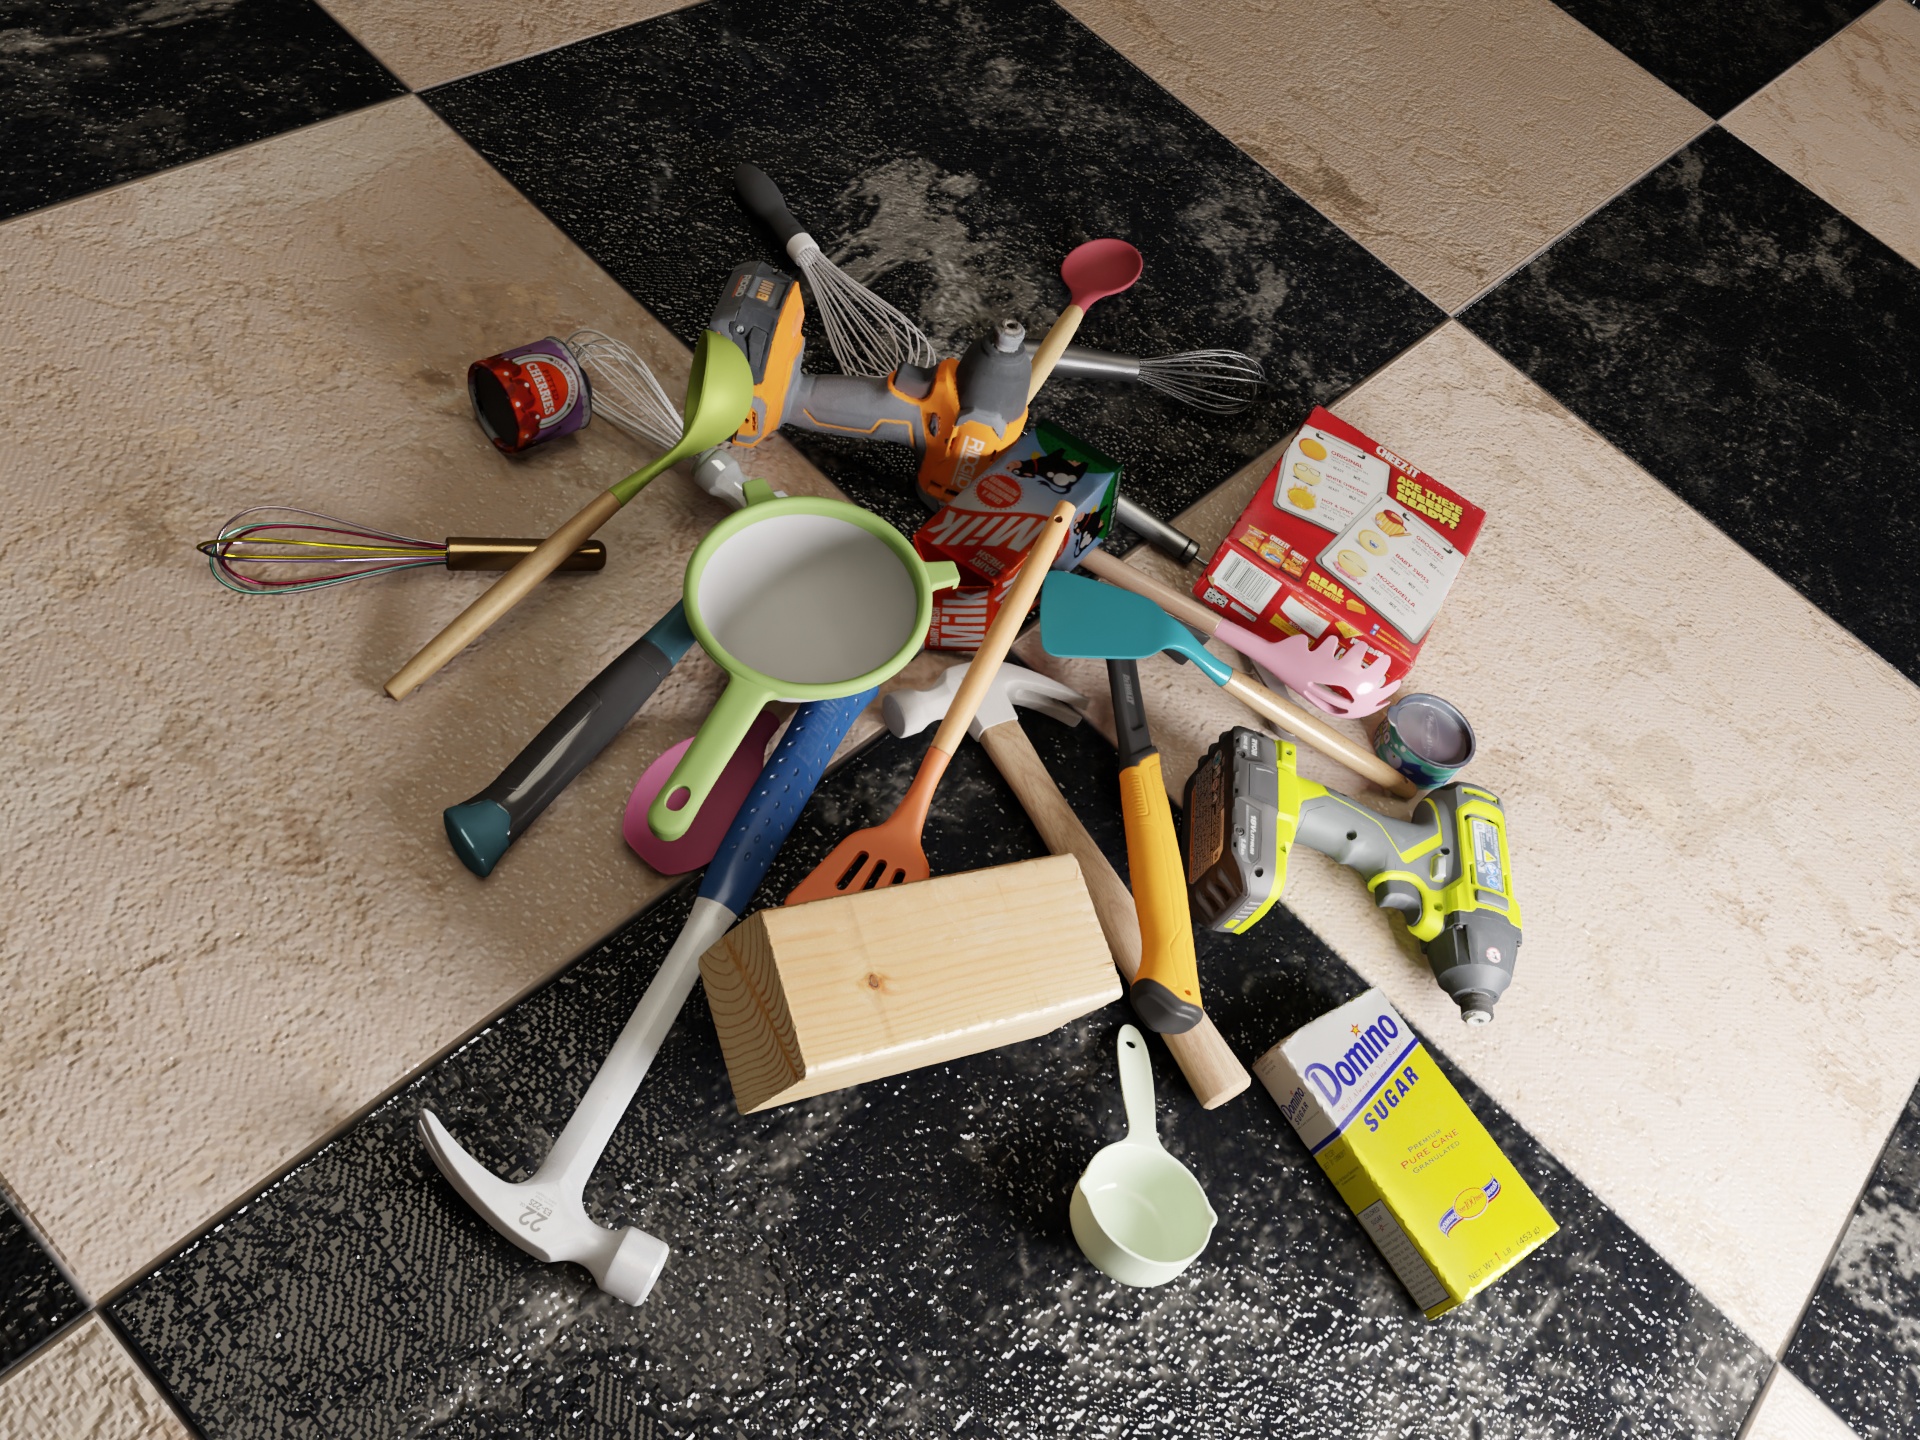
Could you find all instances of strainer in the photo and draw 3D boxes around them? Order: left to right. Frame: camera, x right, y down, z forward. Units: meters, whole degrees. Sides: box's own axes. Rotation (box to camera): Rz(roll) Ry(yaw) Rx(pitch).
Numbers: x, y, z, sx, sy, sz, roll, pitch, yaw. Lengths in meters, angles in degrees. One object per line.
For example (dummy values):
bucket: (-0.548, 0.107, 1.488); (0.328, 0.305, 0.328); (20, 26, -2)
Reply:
strainer: (-0.116, -0.022, 0.957); (0.151, 0.069, 0.256); (24, 59, 7)
strainer: (0.085, -0.185, 1.210); (0.258, 0.050, 0.087); (33, 8, -1)

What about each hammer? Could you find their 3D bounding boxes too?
hammer: (-0.200, -0.033, 0.992); (0.128, 0.033, 0.331); (39, 57, -2)
hammer: (-0.149, 0.113, 0.909); (0.144, 0.035, 0.406); (29, 53, -4)
hammer: (0.083, 0.095, 1.016); (0.130, 0.031, 0.332); (-19, 64, -29)
hammer: (0.123, 0.048, 1.023); (0.127, 0.034, 0.337); (21, 45, -25)

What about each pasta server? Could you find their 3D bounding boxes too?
pasta server: (0.167, -0.085, 1.157); (0.316, 0.060, 0.040); (30, 50, 13)

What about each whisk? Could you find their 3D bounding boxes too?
whisk: (-0.346, -0.105, 1.002); (0.245, 0.047, 0.051); (-2, 56, -24)
whisk: (-0.187, -0.186, 1.113); (0.246, 0.059, 0.058); (41, 38, 5)
whisk: (-0.108, -0.351, 1.254); (0.070, 0.070, 0.285); (-19, 60, -29)
whisk: (0.142, -0.285, 1.300); (0.239, 0.055, 0.055); (5, 55, -11)

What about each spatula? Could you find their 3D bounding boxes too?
spatula: (-0.002, -0.003, 1.001); (0.081, 0.041, 0.323); (25, 78, 9)
spatula: (0.193, -0.014, 1.092); (0.317, 0.044, 0.082); (29, 41, -23)

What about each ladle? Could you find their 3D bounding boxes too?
ladle: (-0.248, -0.133, 1.011); (0.062, 0.078, 0.320); (46, 70, -7)
ladle: (0.086, -0.318, 1.275); (0.069, 0.031, 0.316); (9, 38, 14)

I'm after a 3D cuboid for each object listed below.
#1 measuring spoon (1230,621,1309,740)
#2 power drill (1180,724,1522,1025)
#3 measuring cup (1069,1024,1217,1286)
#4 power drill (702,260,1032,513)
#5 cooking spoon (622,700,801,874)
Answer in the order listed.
measuring spoon: (0.223, -0.031, 1.171); (0.034, 0.018, 0.124); (-2, 50, -23)
power drill: (0.263, 0.100, 1.052); (0.223, 0.080, 0.171); (17, 52, -11)
measuring cup: (0.098, 0.249, 0.920); (0.083, 0.038, 0.168); (17, 36, -12)
power drill: (-0.063, -0.241, 1.121); (0.226, 0.164, 0.084); (17, 50, -5)
cooking spoon: (-0.109, -0.016, 1.036); (0.068, 0.017, 0.319); (45, 52, -7)
